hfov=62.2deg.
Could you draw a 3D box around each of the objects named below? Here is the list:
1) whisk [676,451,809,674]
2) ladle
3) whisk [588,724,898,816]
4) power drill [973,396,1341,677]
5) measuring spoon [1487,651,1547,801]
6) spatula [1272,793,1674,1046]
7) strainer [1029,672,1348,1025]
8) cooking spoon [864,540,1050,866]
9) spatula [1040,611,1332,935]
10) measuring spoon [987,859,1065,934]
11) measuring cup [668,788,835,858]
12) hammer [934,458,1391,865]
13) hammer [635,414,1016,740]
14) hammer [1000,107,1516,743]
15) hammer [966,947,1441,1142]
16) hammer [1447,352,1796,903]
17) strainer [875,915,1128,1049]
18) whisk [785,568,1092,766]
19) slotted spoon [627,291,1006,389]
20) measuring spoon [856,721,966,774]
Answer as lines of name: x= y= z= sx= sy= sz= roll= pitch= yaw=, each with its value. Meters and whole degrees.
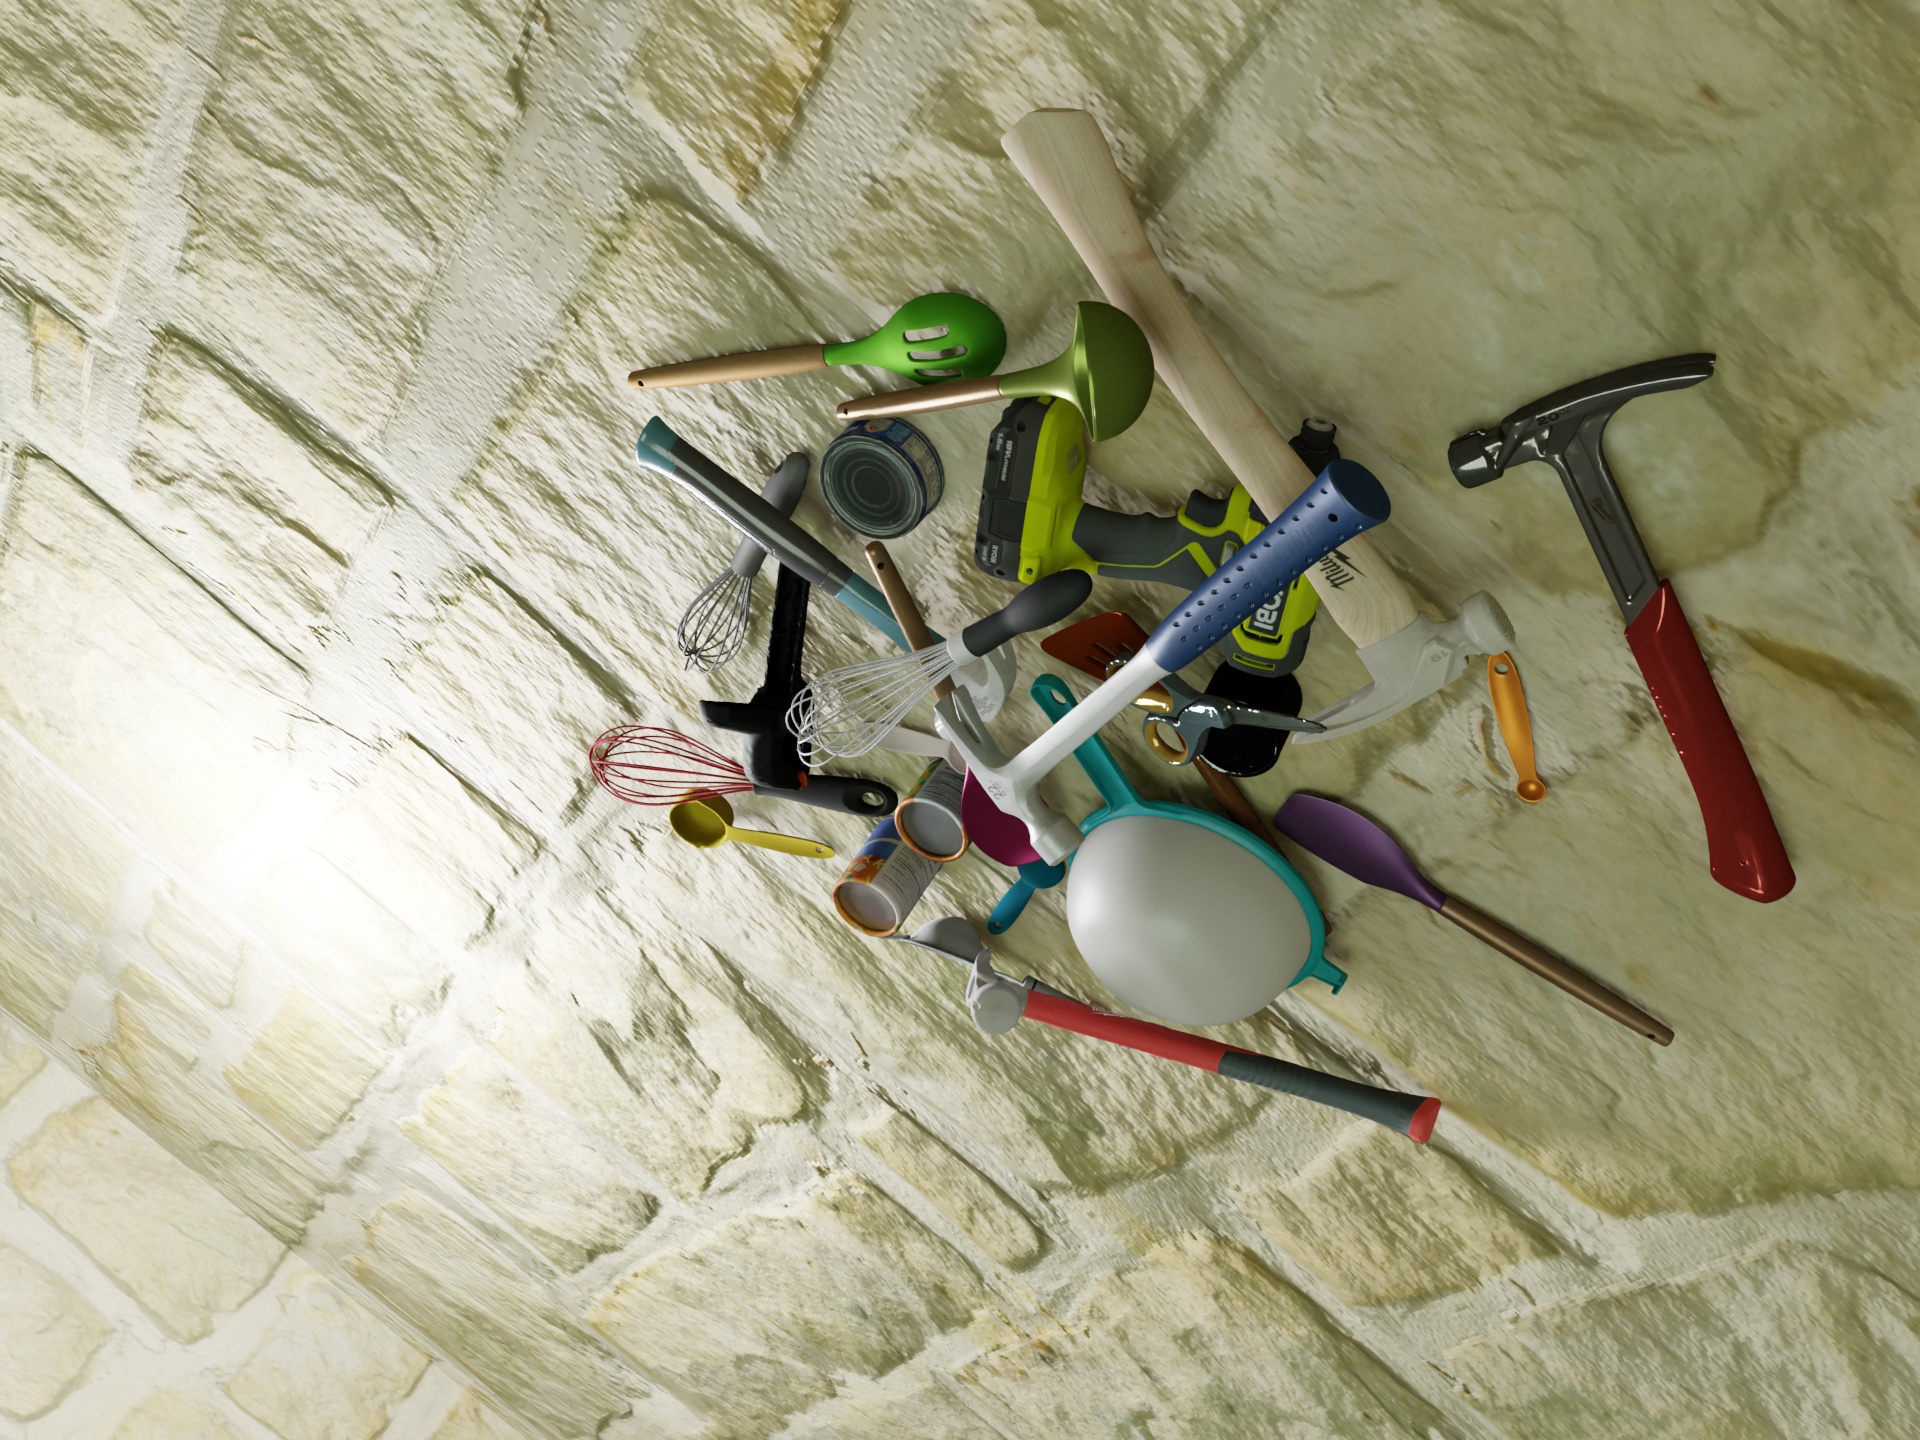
whisk: x=-0.169 y=-0.119 z=1.232 sx=0.055 sy=0.055 sz=0.239 roll=36 pitch=131 yaw=1
ladle: x=0.003 y=-0.204 z=0.987 sx=0.320 sy=0.062 sz=0.078 roll=7 pitch=108 yaw=53
whisk: x=-0.191 y=0.051 z=1.374 sx=0.296 sy=0.073 sz=0.073 roll=7 pitch=128 yaw=19
power drill: x=0.130 y=-0.136 z=1.024 sx=0.223 sy=0.080 sz=0.171 roll=18 pitch=127 yaw=13
measuring spoon: x=0.364 y=0.003 z=1.042 sx=0.021 sy=0.011 sz=0.116 roll=-6 pitch=118 yaw=34
spatula: x=0.369 y=0.143 z=1.141 sx=0.316 sy=0.018 sz=0.059 roll=32 pitch=139 yaw=6
strainer: x=0.129 y=0.119 z=1.182 sx=0.211 sy=0.095 sz=0.340 roll=-9 pitch=126 yaw=42
cooking spoon: x=-0.002 y=-0.004 z=1.176 sx=0.069 sy=0.017 sz=0.318 roll=-17 pitch=127 yaw=12
spatula: x=0.181 y=0.044 z=1.159 sx=0.081 sy=0.041 sz=0.322 roll=-21 pitch=113 yaw=44
measuring spoon: x=0.047 y=0.150 z=1.332 sx=0.042 sy=0.021 sz=0.128 roll=33 pitch=135 yaw=3
measuring cup: x=-0.185 y=0.096 z=1.432 sx=0.156 sy=0.029 sz=0.062 roll=12 pitch=131 yaw=7
hammer: x=0.116 y=-0.040 z=1.000 sx=0.144 sy=0.035 sz=0.405 roll=49 pitch=141 yaw=2
hammer: x=-0.097 y=-0.107 z=1.165 sx=0.331 sy=0.033 sz=0.128 roll=36 pitch=144 yaw=-11
hammer: x=0.151 y=-0.173 z=0.936 sx=0.146 sy=0.038 sz=0.410 roll=-33 pitch=100 yaw=29
hammer: x=0.193 y=0.263 z=1.274 sx=0.386 sy=0.143 sz=0.038 roll=17 pitch=95 yaw=-3
hammer: x=0.432 y=-0.040 z=0.948 sx=0.149 sy=0.037 sz=0.358 roll=-17 pitch=114 yaw=38
strainer: x=0.052 y=0.225 z=1.378 sx=0.258 sy=0.050 sz=0.087 roll=27 pitch=171 yaw=1
whisk: x=-0.019 y=-0.039 z=1.092 sx=0.284 sy=0.070 sz=0.070 roll=-28 pitch=108 yaw=37
slotted spoon: x=-0.112 y=-0.250 z=1.108 sx=0.314 sy=0.031 sz=0.070 roll=2 pitch=130 yaw=31
measuring spoon: x=-0.030 y=0.018 z=1.281 sx=0.124 sy=0.018 sz=0.034 roll=12 pitch=101 yaw=30
